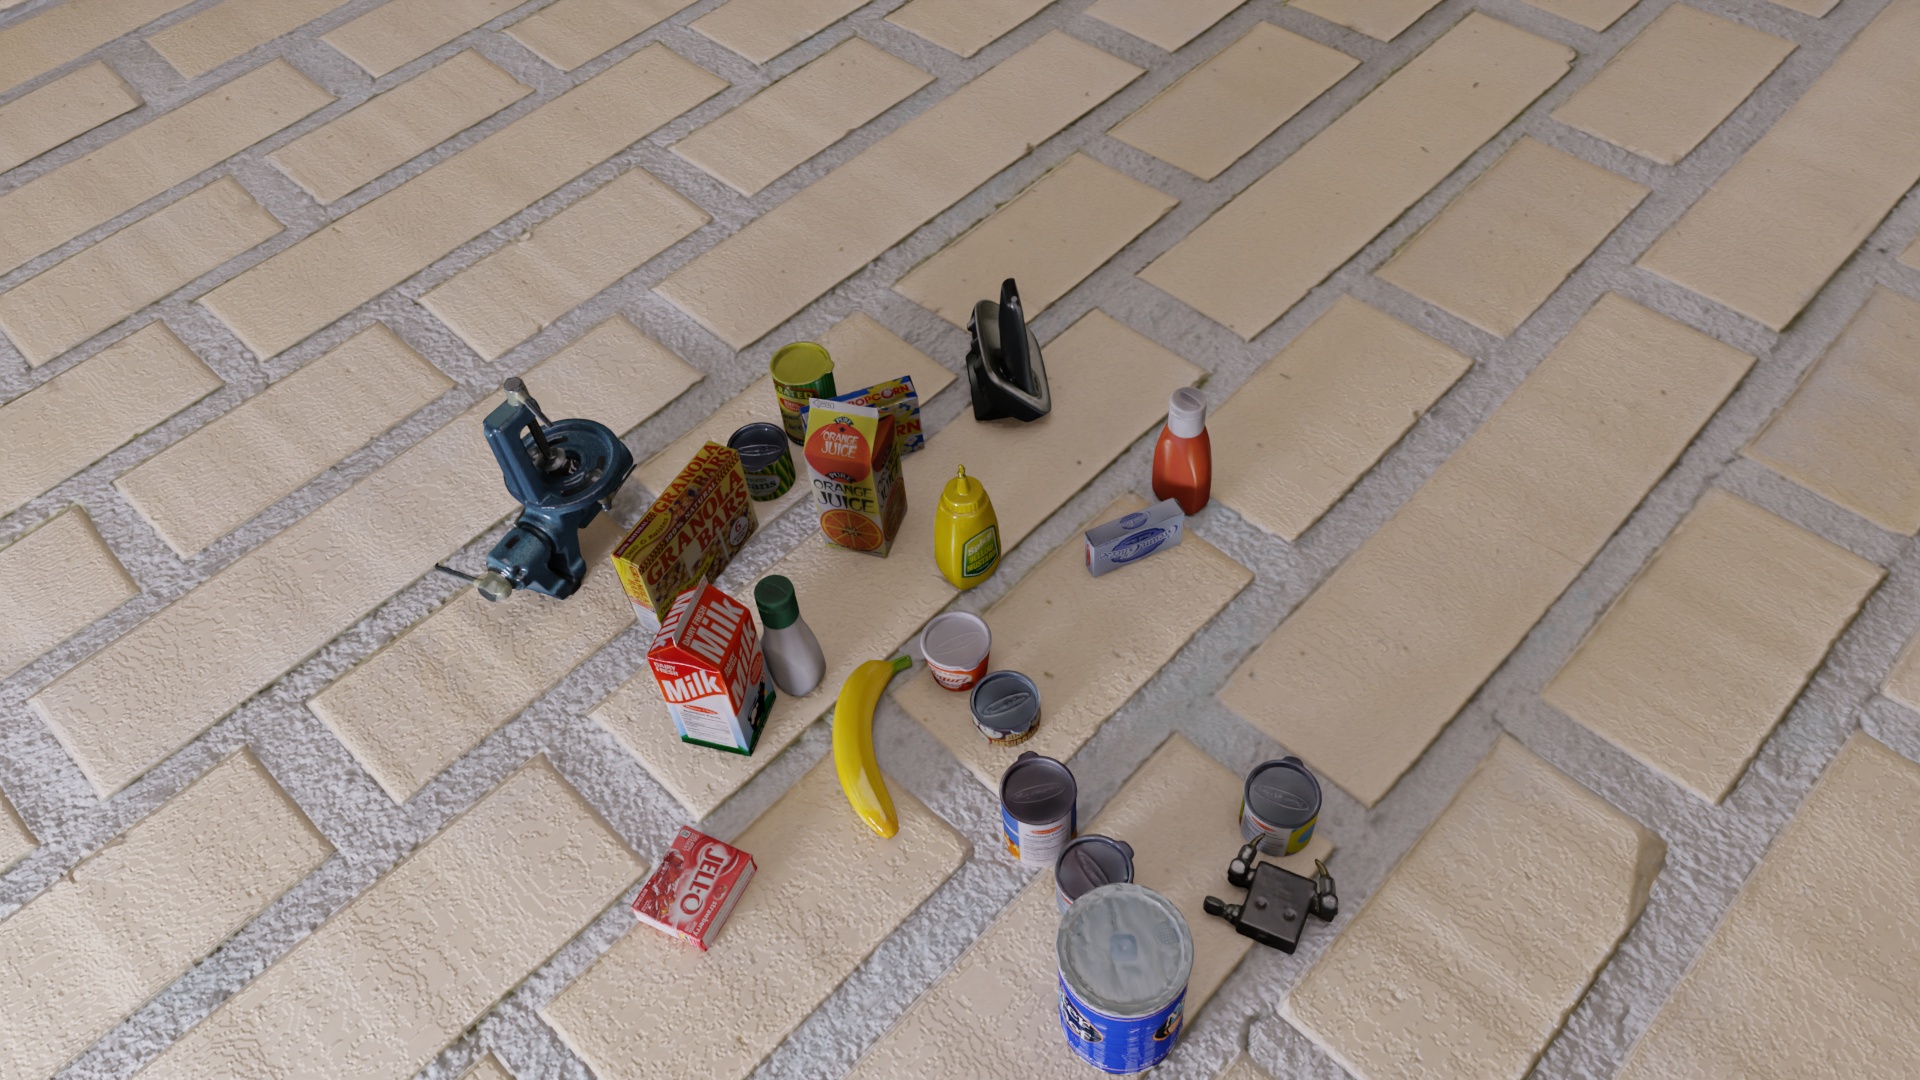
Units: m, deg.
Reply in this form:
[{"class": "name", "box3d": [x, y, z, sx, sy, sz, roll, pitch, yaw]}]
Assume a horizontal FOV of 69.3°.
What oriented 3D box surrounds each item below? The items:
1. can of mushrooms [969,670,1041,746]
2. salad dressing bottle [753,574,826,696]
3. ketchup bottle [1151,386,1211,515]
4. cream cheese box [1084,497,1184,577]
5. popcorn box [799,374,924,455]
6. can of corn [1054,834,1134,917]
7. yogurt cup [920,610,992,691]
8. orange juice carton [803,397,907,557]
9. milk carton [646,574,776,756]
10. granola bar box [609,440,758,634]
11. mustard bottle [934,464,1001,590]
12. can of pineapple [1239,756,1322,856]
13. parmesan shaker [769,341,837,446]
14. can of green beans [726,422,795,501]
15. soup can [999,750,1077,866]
[{"class": "can of mushrooms", "box3d": [0.044, 0.160, 1.305, 0.071, 0.033, 0.071, -2, 52, 3]}, {"class": "salad dressing bottle", "box3d": [-0.163, 0.090, 1.305, 0.064, 0.147, 0.044, 25, 58, 22]}, {"class": "ketchup bottle", "box3d": [0.228, -0.093, 1.417, 0.044, 0.148, 0.065, -37, 58, -22]}, {"class": "cream cheese box", "box3d": [0.176, -0.003, 1.411, 0.104, 0.053, 0.024, -21, 53, -12]}, {"class": "popcorn box", "box3d": [-0.106, -0.122, 1.508, 0.127, 0.084, 0.038, -18, 53, -9]}, {"class": "can of corn", "box3d": [0.115, 0.291, 1.179, 0.071, 0.058, 0.071, -2, 52, 3]}, {"class": "yogurt cup", "box3d": [-0.003, 0.109, 1.336, 0.072, 0.053, 0.073, -2, 52, 3]}, {"class": "orange juice carton", "box3d": [-0.106, -0.073, 1.401, 0.072, 0.191, 0.073, 11, 54, 13]}, {"class": "milk carton", "box3d": [-0.227, 0.114, 1.264, 0.073, 0.189, 0.073, 10, 53, 13]}, {"class": "granola bar box", "box3d": [-0.275, -0.001, 1.401, 0.039, 0.123, 0.166, 21, 56, 20]}, {"class": "mustard bottle", "box3d": [0.005, -0.017, 1.368, 0.065, 0.159, 0.049, -33, 56, -20]}, {"class": "can of pineapple", "box3d": [0.280, 0.233, 1.213, 0.071, 0.057, 0.071, -2, 52, 3]}, {"class": "parmesan shaker", "box3d": [-0.167, -0.159, 1.531, 0.071, 0.102, 0.072, -2, 52, 3]}, {"class": "can of green beans", "box3d": [-0.215, -0.085, 1.505, 0.071, 0.057, 0.071, -2, 52, 3]}, {"class": "soup can", "box3d": [0.068, 0.235, 1.212, 0.071, 0.083, 0.072, -2, 52, 3]}]
